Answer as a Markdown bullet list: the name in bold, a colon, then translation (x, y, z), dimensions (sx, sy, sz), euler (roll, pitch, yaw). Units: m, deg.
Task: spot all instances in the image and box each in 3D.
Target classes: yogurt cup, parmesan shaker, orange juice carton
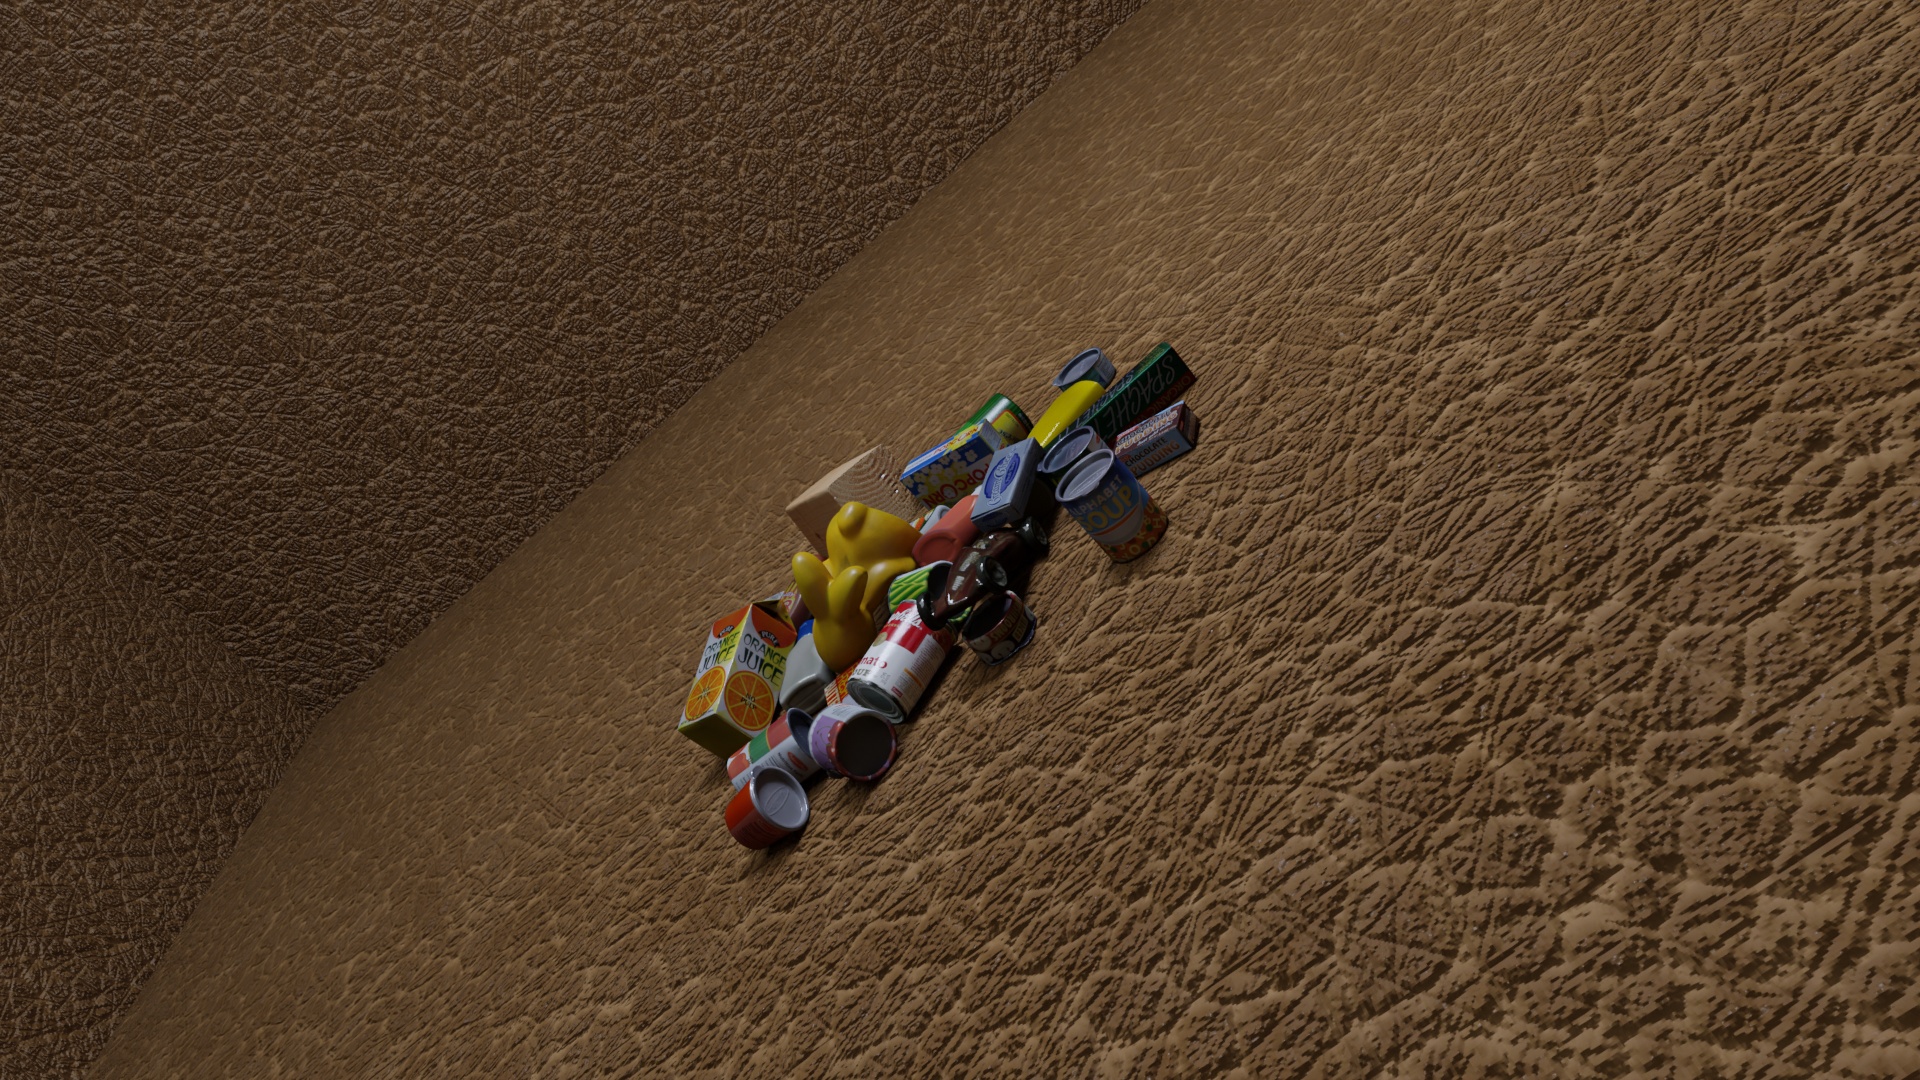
- **yogurt cup**: translation (-0.185, 0.255, 1.310), dimensions (0.053, 0.072, 0.073), euler (-42, 19, 27)
- **parmesan shaker**: translation (0.029, -0.118, 1.636), dimensions (0.103, 0.071, 0.071), euler (-46, 21, -8)
- **orange juice carton**: translation (-0.246, 0.143, 1.574), dimensions (0.071, 0.073, 0.194), euler (-26, 38, 38)

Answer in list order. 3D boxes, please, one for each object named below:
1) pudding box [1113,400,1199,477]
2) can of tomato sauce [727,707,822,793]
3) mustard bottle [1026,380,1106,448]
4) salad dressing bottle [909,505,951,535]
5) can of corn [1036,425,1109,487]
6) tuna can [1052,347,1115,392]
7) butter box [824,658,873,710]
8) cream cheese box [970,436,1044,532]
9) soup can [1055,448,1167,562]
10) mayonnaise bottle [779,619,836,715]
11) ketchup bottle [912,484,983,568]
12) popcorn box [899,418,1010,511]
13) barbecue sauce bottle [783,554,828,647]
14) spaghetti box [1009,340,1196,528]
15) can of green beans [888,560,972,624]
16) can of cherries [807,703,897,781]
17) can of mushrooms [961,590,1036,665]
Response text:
- **pudding box**: translation (0.191, -0.098, 1.363), dimensions (0.083, 0.030, 0.050), euler (-28, 25, 35)
- **can of tomato sauce**: translation (-0.178, 0.215, 1.370), dimensions (0.083, 0.071, 0.071), euler (-38, 21, 14)
- **mustard bottle**: translation (0.101, -0.105, 1.513), dimensions (0.161, 0.048, 0.065), euler (-51, 22, -18)
- **salad dressing bottle**: translation (-0.066, 0.011, 1.594), dimensions (0.147, 0.044, 0.064), euler (-30, 19, 31)
- **can of corn**: translation (0.122, -0.071, 1.395), dimensions (0.071, 0.058, 0.071), euler (-36, 22, 17)
- **tuna can**: translation (0.144, -0.191, 1.623), dimensions (0.071, 0.032, 0.071), euler (-36, 22, 17)
- **butter box**: translation (-0.108, 0.162, 1.405), dimensions (0.053, 0.024, 0.104), euler (-42, 21, 5)
- **cream cheese box**: translation (0.048, -0.058, 1.412), dimensions (0.053, 0.024, 0.104), euler (-22, 34, 38)
- **soup can**: translation (0.137, -0.029, 1.253), dimensions (0.071, 0.083, 0.072), euler (-37, 22, 17)
- **mayonnaise bottle**: translation (-0.165, 0.136, 1.537), dimensions (0.064, 0.041, 0.149), euler (-38, 20, 14)
- **ketchup bottle**: translation (0.005, -0.019, 1.479), dimensions (0.064, 0.043, 0.149), euler (-32, 7, 34)
- **popcorn box**: translation (0.006, -0.074, 1.573), dimensions (0.126, 0.085, 0.038), euler (-27, 25, 36)
- **barbecue sauce bottle**: translation (-0.200, 0.080, 1.703), dimensions (0.064, 0.043, 0.149), euler (-23, 28, 41)
- **spaghetti box**: translation (0.138, -0.107, 1.449), dimensions (0.250, 0.050, 0.029), euler (-42, 22, 2)
- **can of green beans**: translation (-0.030, 0.059, 1.406), dimensions (0.057, 0.071, 0.071), euler (-21, 30, 44)
- **can of cherries**: translation (-0.099, 0.189, 1.285), dimensions (0.072, 0.071, 0.058), euler (-51, 23, -20)
- **can of mushrooms**: translation (0.037, 0.080, 1.291), dimensions (0.071, 0.033, 0.071), euler (-36, 21, 16)
